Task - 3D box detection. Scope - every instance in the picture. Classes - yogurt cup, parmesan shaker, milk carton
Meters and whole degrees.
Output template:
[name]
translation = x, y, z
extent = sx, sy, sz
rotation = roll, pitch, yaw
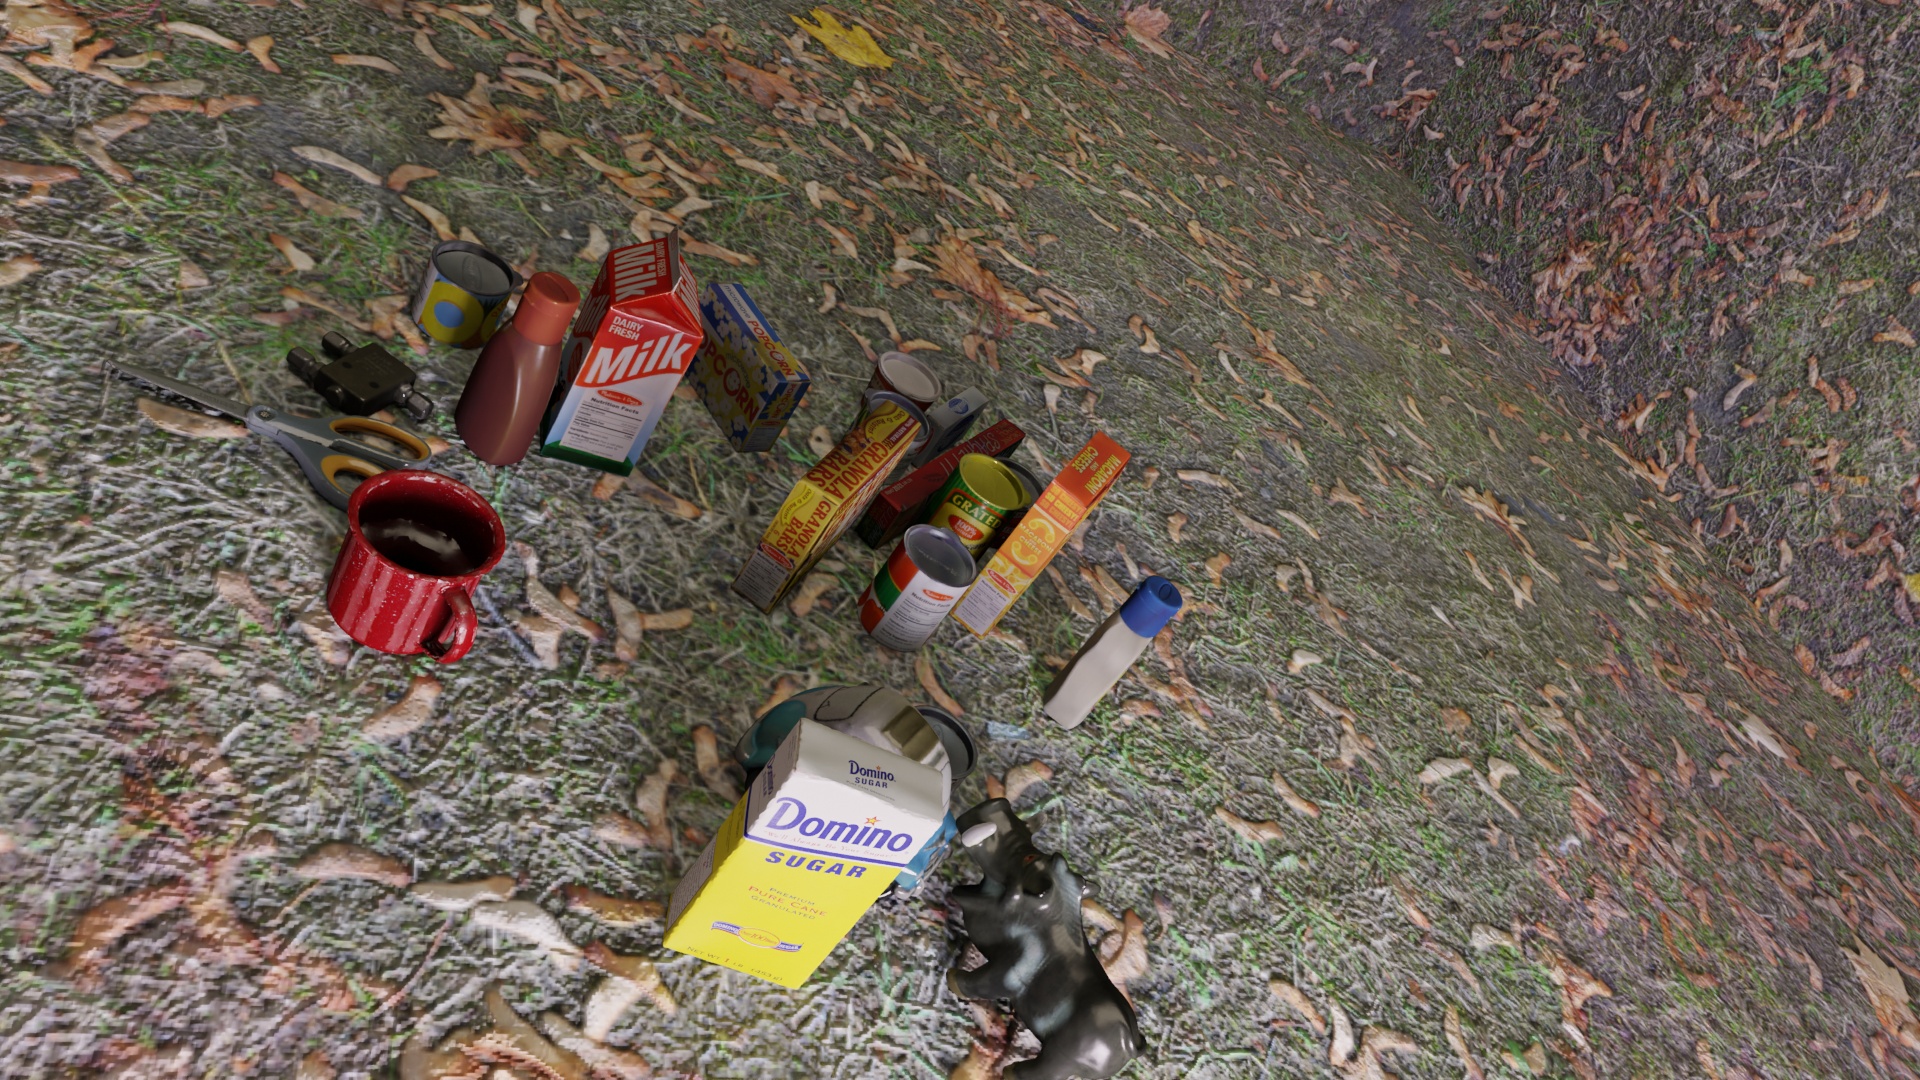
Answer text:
[yogurt cup]
translation = -0.060, -0.140, 1.332
extent = 0.072, 0.053, 0.073
rotation = 24, 35, -19
[parmesan shaker]
translation = 0.004, -0.015, 1.194
extent = 0.071, 0.102, 0.072
rotation = 24, 35, -19
[milk carton]
translation = -0.249, -0.144, 1.042
extent = 0.073, 0.189, 0.073
rotation = 16, 39, -29

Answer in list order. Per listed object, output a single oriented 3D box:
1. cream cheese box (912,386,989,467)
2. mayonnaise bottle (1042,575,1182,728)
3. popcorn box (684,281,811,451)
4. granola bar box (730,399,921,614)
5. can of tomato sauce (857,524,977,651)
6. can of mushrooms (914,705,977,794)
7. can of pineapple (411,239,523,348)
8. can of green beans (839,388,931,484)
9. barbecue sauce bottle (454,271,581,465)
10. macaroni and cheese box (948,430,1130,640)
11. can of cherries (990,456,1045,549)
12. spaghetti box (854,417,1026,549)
[cream cheese box]
translation = -0.014, -0.110, 1.339
extent = 0.024, 0.053, 0.104
rotation = 41, 34, 6
[mayonnaise bottle]
translation = 0.125, 0.090, 1.136
extent = 0.041, 0.147, 0.065
rotation = 39, 33, 2
[popcorn box]
translation = -0.191, -0.150, 1.197
extent = 0.038, 0.084, 0.127
rotation = -8, 54, -47
[granola bar box]
translation = -0.103, -0.029, 1.095
extent = 0.039, 0.123, 0.166
rotation = 37, 33, 0
[can of tomato sauce]
translation = -0.036, 0.037, 1.112
extent = 0.071, 0.082, 0.071
rotation = 24, 35, -19
[can of mushrooms]
translation = -0.026, 0.156, 1.022
extent = 0.071, 0.033, 0.071
rotation = 24, 35, -18
[can of pineapple]
translation = -0.389, -0.192, 1.093
extent = 0.071, 0.057, 0.071
rotation = 24, 35, -19
[can of green beans]
translation = -0.069, -0.094, 1.264
extent = 0.071, 0.057, 0.071
rotation = 24, 35, -19
[barbecue sauce bottle]
translation = -0.316, -0.125, 0.995
extent = 0.044, 0.147, 0.065
rotation = -14, 58, -50
[macaroni and cheese box]
translation = 0.069, -0.005, 1.184
extent = 0.040, 0.165, 0.124
rotation = 39, 33, 4
[can of cherries]
translation = 0.039, -0.033, 1.287
extent = 0.071, 0.058, 0.072
rotation = 24, 35, -19
[spaghetti box]
translation = -0.013, -0.056, 1.277
extent = 0.029, 0.050, 0.251
rotation = 42, 34, 8
